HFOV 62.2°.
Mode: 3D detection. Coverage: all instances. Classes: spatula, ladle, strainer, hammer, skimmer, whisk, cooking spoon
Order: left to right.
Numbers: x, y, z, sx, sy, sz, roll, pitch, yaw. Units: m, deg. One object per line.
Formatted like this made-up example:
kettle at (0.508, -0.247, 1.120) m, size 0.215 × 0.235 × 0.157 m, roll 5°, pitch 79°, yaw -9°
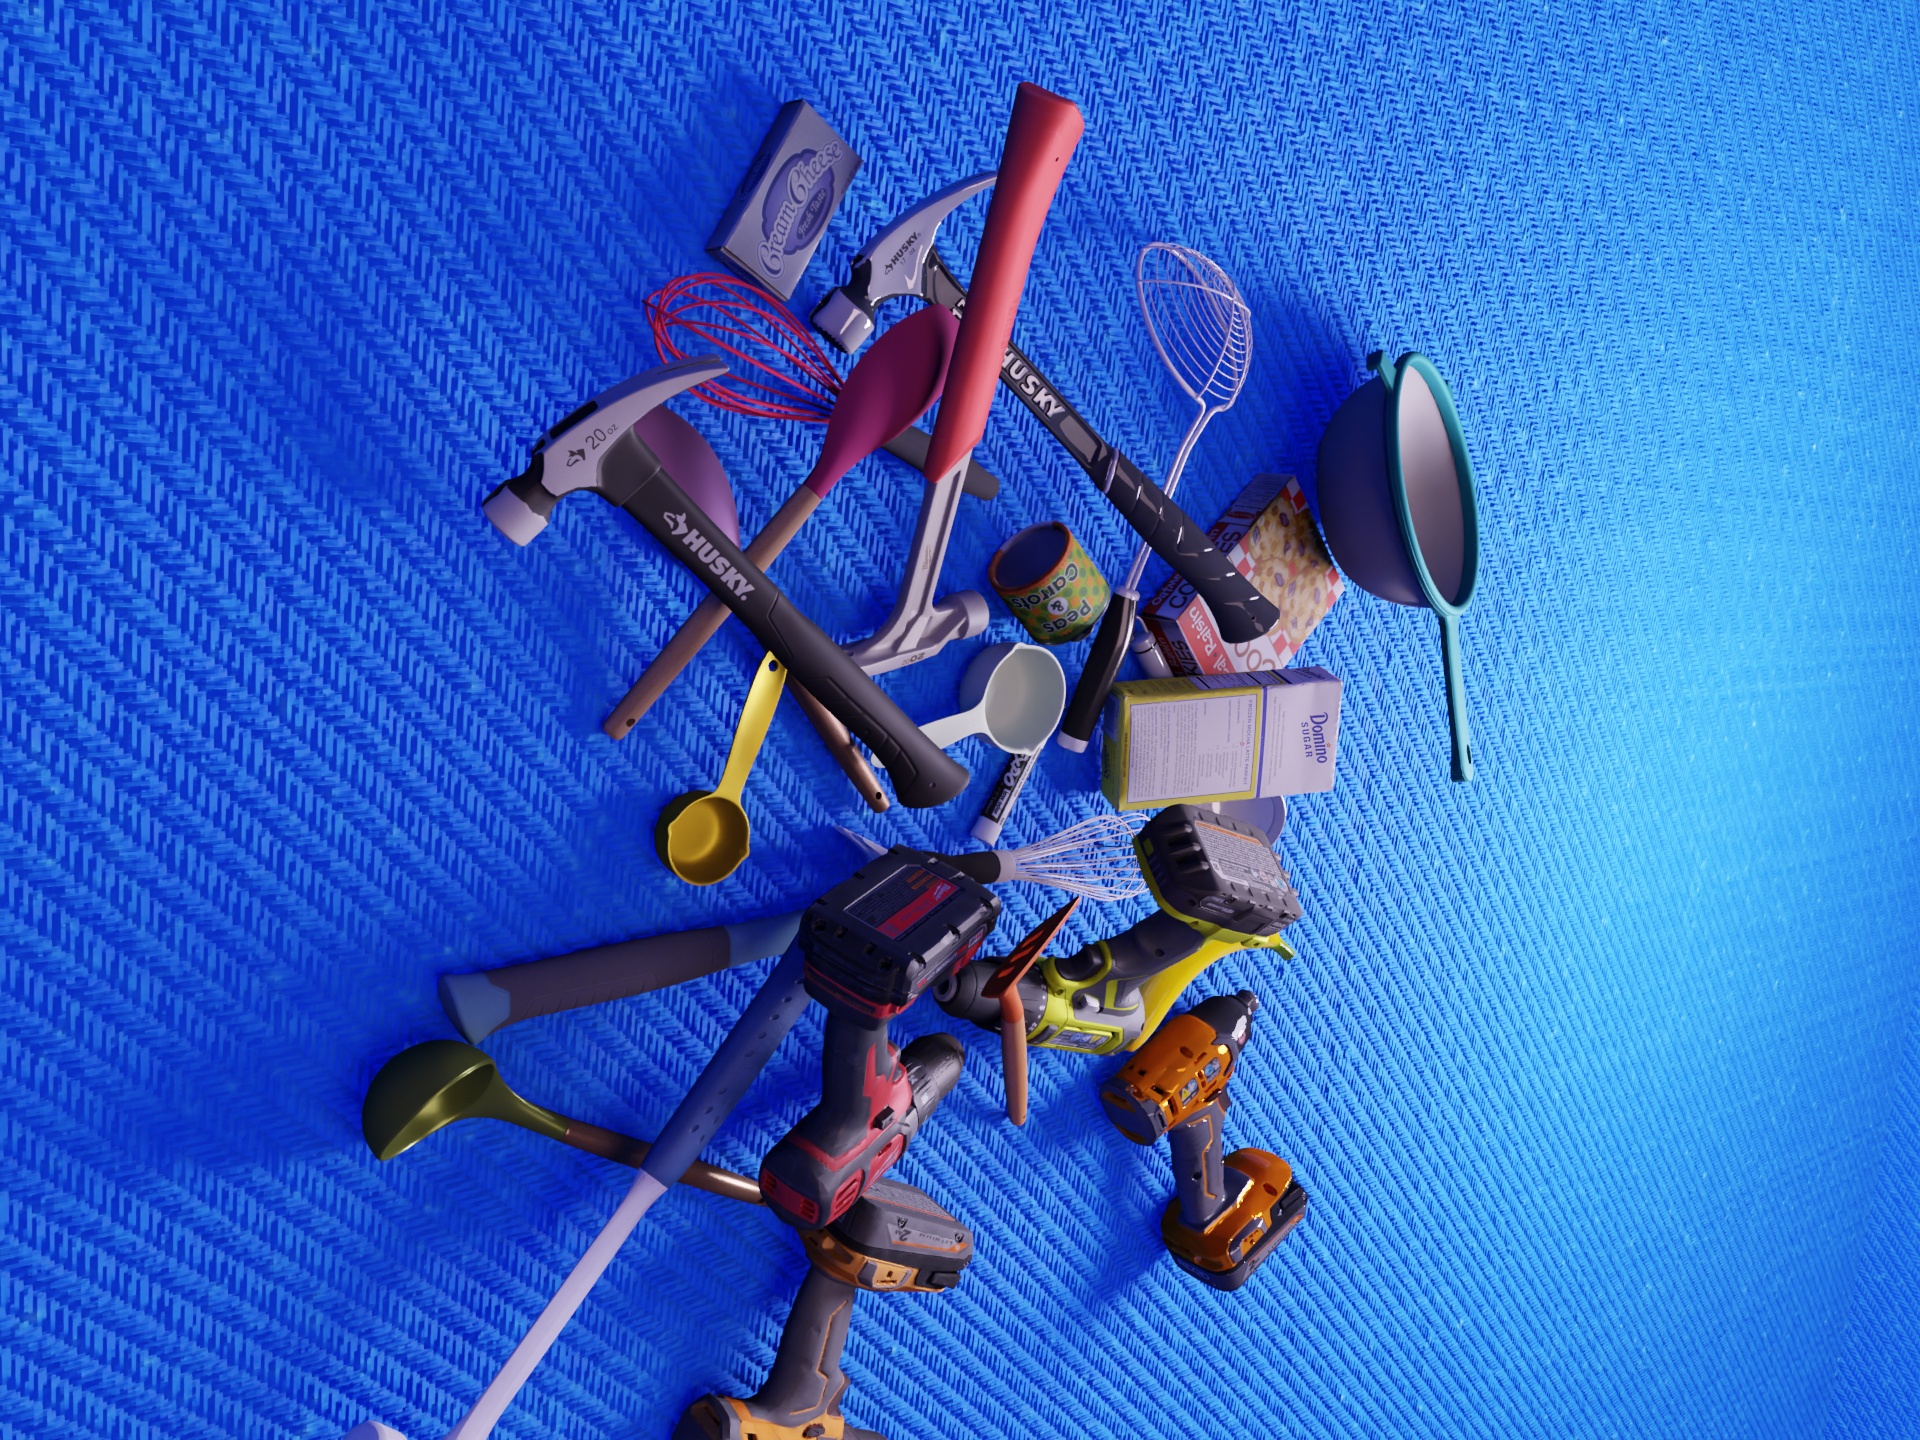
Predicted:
ladle at (-0.217, 0.261, 0.956) m, size 0.078 × 0.062 × 0.319 m, roll -45°, pitch 134°, yaw 9°
hammer at (-0.187, 0.284, 0.947) m, size 0.405 × 0.035 × 0.143 m, roll -54°, pitch 139°, yaw -19°
hammer at (-0.160, 0.145, 0.989) m, size 0.331 × 0.033 × 0.128 m, roll -8°, pitch 107°, yaw -39°
spatula at (-0.118, -0.058, 0.982) m, size 0.060 × 0.018 × 0.315 m, roll -45°, pitch 125°, yaw -23°
cooking spoon at (-0.103, -0.114, 0.933) m, size 0.319 × 0.017 × 0.068 m, roll -50°, pitch 144°, yaw -1°
hammer at (-0.101, -0.060, 0.916) m, size 0.146 × 0.035 × 0.334 m, roll -42°, pitch 122°, yaw 3°
whisk at (-0.073, -0.191, 0.962) m, size 0.295 × 0.073 × 0.073 m, roll 20°, pitch 88°, yaw -47°
hammer at (-0.003, -0.187, 0.936) m, size 0.149 × 0.037 × 0.358 m, roll -19°, pitch 136°, yaw -43°
spatula at (0.043, 0.215, 1.082) m, size 0.081 × 0.041 × 0.322 m, roll -48°, pitch 155°, yaw -26°
whisk at (0.049, 0.101, 1.118) m, size 0.284 × 0.070 × 0.070 m, roll 0°, pitch 101°, yaw -44°
hammer at (0.089, -0.183, 1.055) m, size 0.408 × 0.036 × 0.149 m, roll 40°, pitch 90°, yaw -31°
skimmer at (0.120, -0.159, 1.151) m, size 0.127 × 0.090 × 0.363 m, roll 6°, pitch 108°, yaw -52°
strainer at (0.185, 0.020, 1.245) m, size 0.087 × 0.050 × 0.258 m, roll -24°, pitch 118°, yaw 12°
strainer at (0.347, -0.117, 1.272) m, size 0.211 × 0.095 × 0.340 m, roll -5°, pitch 89°, yaw -57°

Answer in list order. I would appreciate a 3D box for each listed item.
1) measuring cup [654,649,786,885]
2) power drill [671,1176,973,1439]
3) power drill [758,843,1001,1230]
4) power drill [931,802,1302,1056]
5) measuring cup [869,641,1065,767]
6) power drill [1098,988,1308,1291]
measuring cup at (-0.143, 0.024, 0.977) m, size 0.062 × 0.029 × 0.156 m, roll 25°, pitch 83°, yaw -41°
power drill at (-0.078, 0.437, 1.105) m, size 0.185 × 0.084 × 0.226 m, roll 31°, pitch 85°, yaw -41°
power drill at (-0.042, 0.194, 1.008) m, size 0.188 × 0.080 × 0.226 m, roll -31°, pitch 141°, yaw -51°
power drill at (0.107, 0.158, 1.125) m, size 0.190 × 0.080 × 0.228 m, roll 19°, pitch 130°, yaw -42°
measuring cup at (-0.002, -0.003, 1.083) m, size 0.167 × 0.038 × 0.083 m, roll -22°, pitch 115°, yaw -32°
power drill at (0.214, 0.341, 1.326) m, size 0.164 × 0.084 × 0.226 m, roll -36°, pitch 118°, yaw -29°
